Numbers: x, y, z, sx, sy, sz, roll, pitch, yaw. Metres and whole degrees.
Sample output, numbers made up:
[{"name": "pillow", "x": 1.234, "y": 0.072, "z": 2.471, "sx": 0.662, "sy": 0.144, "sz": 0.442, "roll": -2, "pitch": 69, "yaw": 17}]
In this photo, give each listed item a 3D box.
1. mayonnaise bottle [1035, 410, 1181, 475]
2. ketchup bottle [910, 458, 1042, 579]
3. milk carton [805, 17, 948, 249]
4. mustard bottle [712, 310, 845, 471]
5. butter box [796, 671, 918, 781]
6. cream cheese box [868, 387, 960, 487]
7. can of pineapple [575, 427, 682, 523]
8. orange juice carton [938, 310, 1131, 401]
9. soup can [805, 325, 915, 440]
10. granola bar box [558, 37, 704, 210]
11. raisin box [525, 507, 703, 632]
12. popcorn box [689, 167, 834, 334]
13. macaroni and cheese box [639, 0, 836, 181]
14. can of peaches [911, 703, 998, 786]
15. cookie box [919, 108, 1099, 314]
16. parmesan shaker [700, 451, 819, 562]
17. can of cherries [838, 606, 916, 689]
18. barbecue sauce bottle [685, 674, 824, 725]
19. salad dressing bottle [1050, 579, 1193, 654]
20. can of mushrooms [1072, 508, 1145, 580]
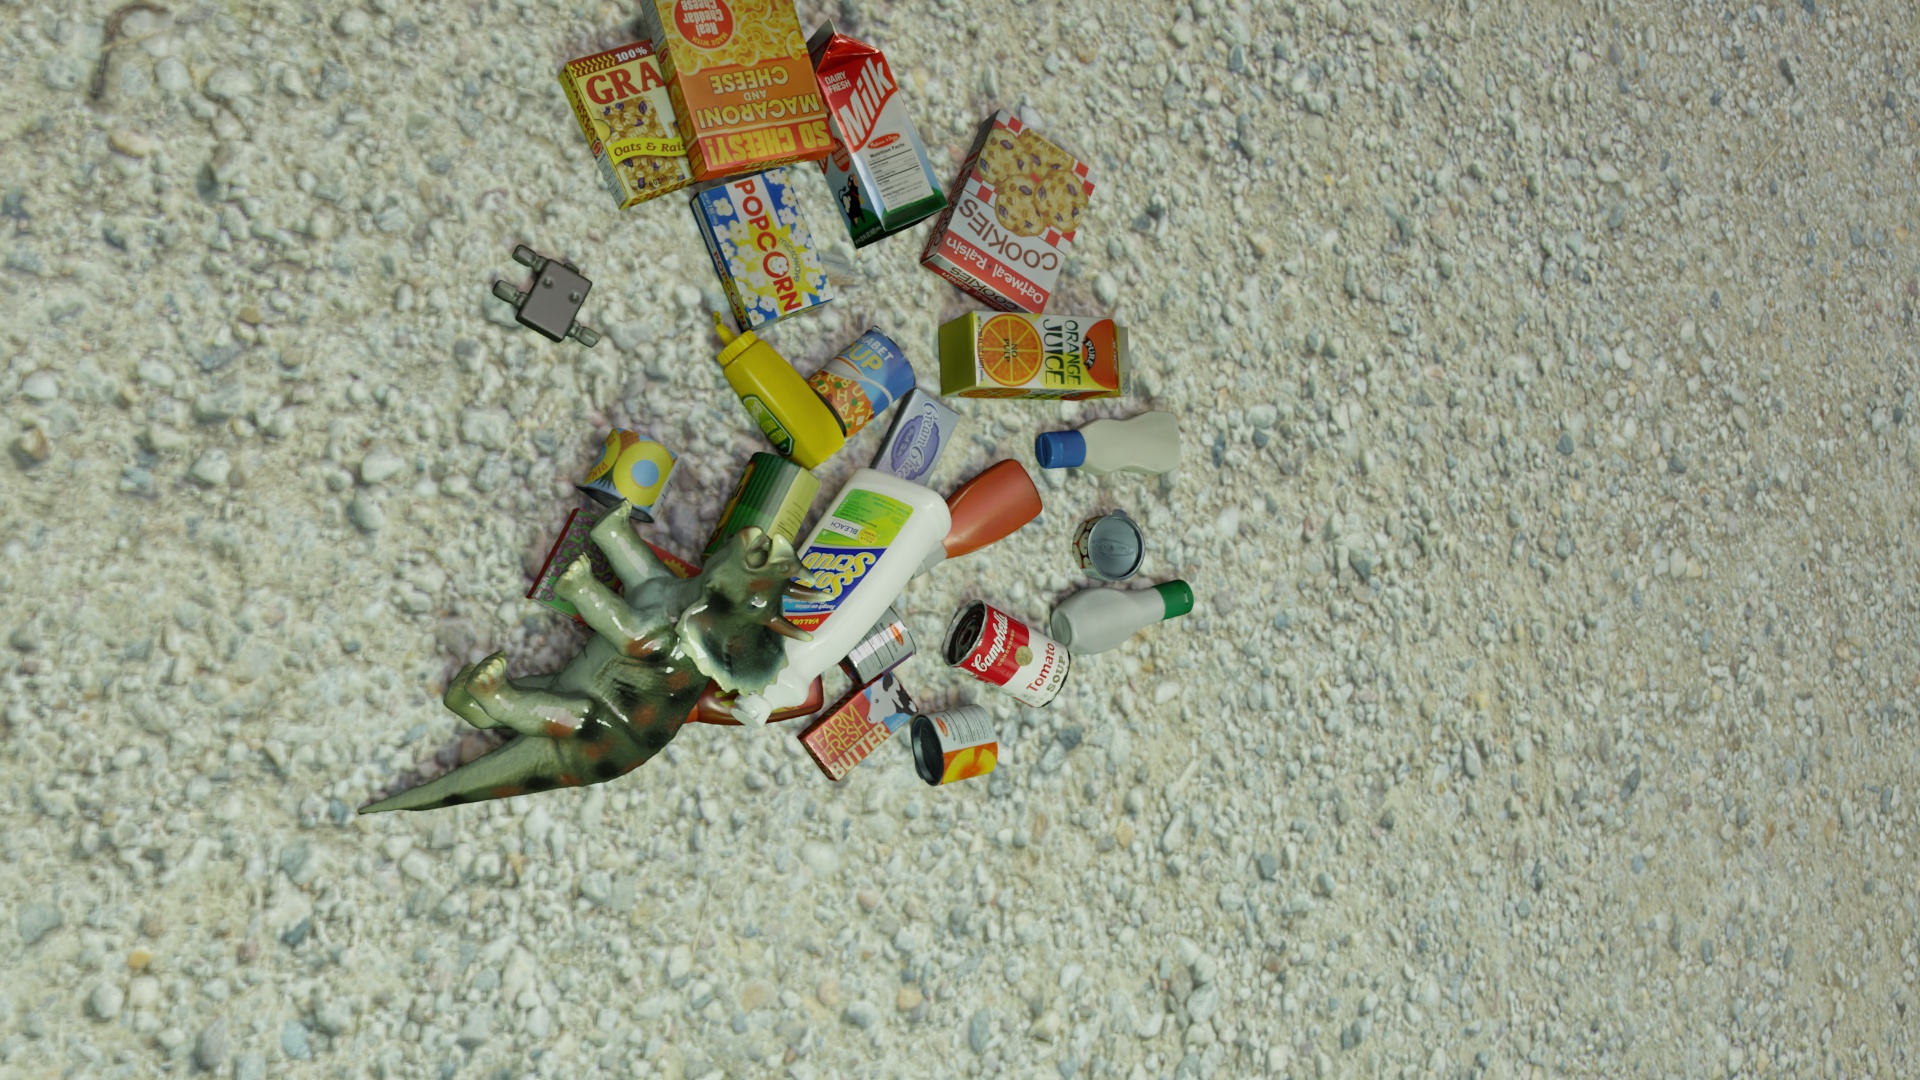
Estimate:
[{"name": "mayonnaise bottle", "x": 0.147, "y": -0.094, "z": 1.376, "sx": 0.148, "sy": 0.041, "sz": 0.064, "roll": -6, "pitch": 88, "yaw": -25}, {"name": "ketchup bottle", "x": 0.005, "y": -0.016, "z": 1.300, "sx": 0.149, "sy": 0.043, "sz": 0.064, "roll": -33, "pitch": 100, "yaw": -23}, {"name": "milk carton", "x": -0.092, "y": -0.372, "z": 1.262, "sx": 0.074, "sy": 0.072, "sz": 0.190, "roll": -28, "pitch": 100, "yaw": -24}, {"name": "mustard bottle", "x": -0.168, "y": -0.133, "z": 1.217, "sx": 0.049, "sy": 0.065, "sz": 0.160, "roll": -43, "pitch": 99, "yaw": -26}, {"name": "butter box", "x": -0.092, "y": 0.165, "z": 1.253, "sx": 0.104, "sy": 0.024, "sz": 0.053, "roll": -39, "pitch": 104, "yaw": -22}, {"name": "cream cheese box", "x": -0.046, "y": -0.085, "z": 1.291, "sx": 0.053, "sy": 0.024, "sz": 0.104, "roll": 32, "pitch": 74, "yaw": -21}, {"name": "can of pineapple", "x": -0.275, "y": -0.055, "z": 1.157, "sx": 0.071, "sy": 0.071, "sz": 0.058, "roll": 29, "pitch": 75, "yaw": -21}, {"name": "orange juice carton", "x": 0.082, "y": -0.175, "z": 1.331, "sx": 0.193, "sy": 0.073, "sz": 0.072, "roll": -1, "pitch": 87, "yaw": -26}, {"name": "soup can", "x": -0.093, "y": -0.141, "z": 1.248, "sx": 0.084, "sy": 0.071, "sz": 0.071, "roll": -42, "pitch": 104, "yaw": -21}, {"name": "granola bar box", "x": -0.244, "y": -0.374, "z": 1.207, "sx": 0.166, "sy": 0.039, "sz": 0.124, "roll": -27, "pitch": 98, "yaw": -25}, {"name": "raisin box", "x": -0.285, "y": 0.038, "z": 1.161, "sx": 0.123, "sy": 0.040, "sz": 0.086, "roll": 29, "pitch": 75, "yaw": -20}, {"name": "popcorn box", "x": -0.176, "y": -0.258, "z": 1.232, "sx": 0.085, "sy": 0.038, "sz": 0.126, "roll": -24, "pitch": 97, "yaw": -25}, {"name": "macaroni and cheese box", "x": -0.190, "y": -0.401, "z": 1.190, "sx": 0.124, "sy": 0.040, "sz": 0.166, "roll": -18, "pitch": 94, "yaw": -26}, {"name": "can of peaches", "x": -0.006, "y": 0.188, "z": 1.272, "sx": 0.058, "sy": 0.071, "sz": 0.071, "roll": -9, "pitch": 91, "yaw": -26}, {"name": "cookie box", "x": 0.049, "y": -0.311, "z": 1.343, "sx": 0.123, "sy": 0.040, "sz": 0.168, "roll": 28, "pitch": 74, "yaw": -21}, {"name": "parmesan shaker", "x": -0.172, "y": -0.017, "z": 1.206, "sx": 0.071, "sy": 0.071, "sz": 0.103, "roll": 30, "pitch": 74, "yaw": -21}, {"name": "can of cherries", "x": -0.082, "y": 0.091, "z": 1.239, "sx": 0.058, "sy": 0.071, "sz": 0.071, "roll": -36, "pitch": 102, "yaw": -17}, {"name": "barbecue sauce bottle", "x": -0.195, "y": 0.131, "z": 1.195, "sx": 0.149, "sy": 0.043, "sz": 0.065, "roll": -9, "pitch": 82, "yaw": -25}, {"name": "salad dressing bottle", "x": 0.162, "y": 0.071, "z": 1.371, "sx": 0.148, "sy": 0.044, "sz": 0.064, "roll": -13, "pitch": 90, "yaw": -27}, {"name": "can of mushrooms", "x": 0.147, "y": 0.005, "z": 1.373, "sx": 0.071, "sy": 0.033, "sz": 0.071, "roll": 1, "pitch": 86, "yaw": -25}]
